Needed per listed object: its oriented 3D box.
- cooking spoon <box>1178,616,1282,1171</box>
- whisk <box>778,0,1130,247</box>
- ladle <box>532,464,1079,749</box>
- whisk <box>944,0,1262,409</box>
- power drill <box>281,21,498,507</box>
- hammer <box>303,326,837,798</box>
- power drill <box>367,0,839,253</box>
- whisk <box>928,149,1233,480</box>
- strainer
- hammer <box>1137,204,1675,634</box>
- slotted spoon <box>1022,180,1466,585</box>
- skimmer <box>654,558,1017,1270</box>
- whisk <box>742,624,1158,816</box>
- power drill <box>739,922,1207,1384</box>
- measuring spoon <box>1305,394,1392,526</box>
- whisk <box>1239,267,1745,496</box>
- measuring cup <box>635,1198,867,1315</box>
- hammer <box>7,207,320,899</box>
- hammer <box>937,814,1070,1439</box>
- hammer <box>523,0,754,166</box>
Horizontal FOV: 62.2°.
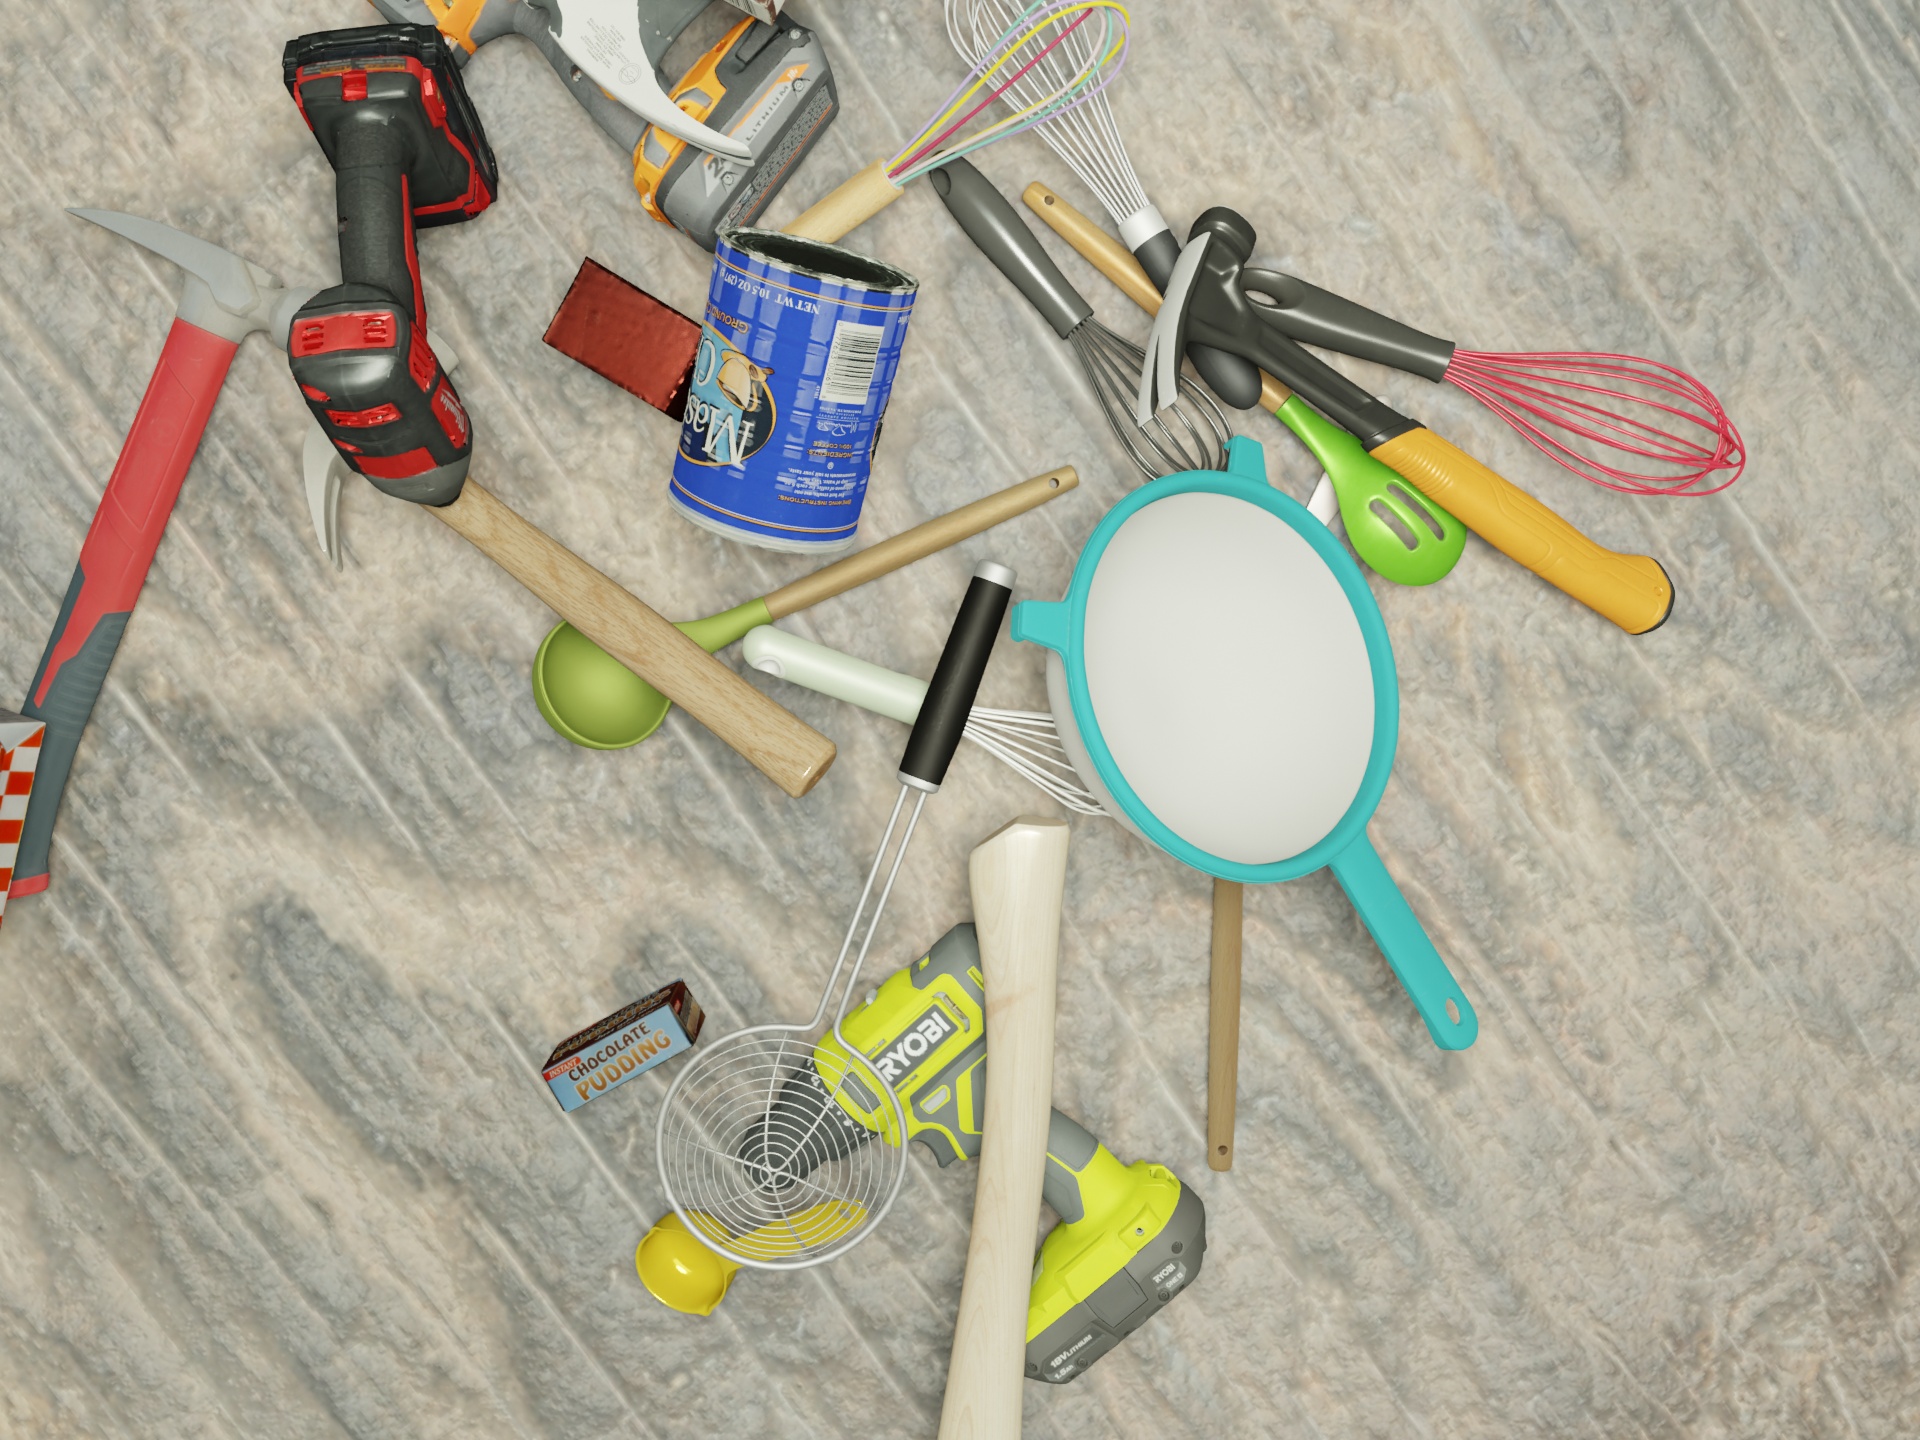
[{"bbox_3d":[0.153,0.101,0.907,0.068,0.017,0.319,1,95,-1],"label":"cooking spoon"},{"bbox_3d":[-0.021,-0.293,0.813,0.245,0.047,0.051,-27,100,27],"label":"whisk"},{"bbox_3d":[-0.081,-0.072,0.870,0.320,0.062,0.078,-24,96,-1],"label":"ladle"},{"bbox_3d":[0.079,-0.286,0.835,0.070,0.070,0.284,-32,91,2],"label":"whisk"},{"bbox_3d":[-0.278,-0.217,0.786,0.078,0.143,0.220,-7,68,-2],"label":"power drill"},{"bbox_3d":[-0.205,-0.068,0.831,0.331,0.031,0.130,37,76,7],"label":"hammer"},{"bbox_3d":[-0.175,-0.371,0.828,0.226,0.084,0.164,38,93,0],"label":"power drill"},{"bbox_3d":[0.064,-0.217,0.862,0.055,0.055,0.239,-41,91,3],"label":"whisk"},{"bbox_3d":[0.155,0.036,0.839,0.211,0.095,0.340,-39,101,-31],"label":"strainer"},{"bbox_3d":[0.243,-0.130,0.831,0.336,0.034,0.127,28,64,-17],"label":"hammer"},{"bbox_3d":[0.155,-0.188,0.868,0.314,0.031,0.070,41,81,0],"label":"slotted spoon"},{"bbox_3d":[-0.043,0.089,0.799,0.127,0.090,0.363,21,90,1],"label":"skimmer"},{"bbox_3d":[-0.001,-0.003,0.867,0.246,0.057,0.059,20,58,-12],"label":"whisk"},{"bbox_3d":[0.007,0.252,0.893,0.190,0.080,0.228,-42,93,8],"label":"power drill"},{"bbox_3d":[0.208,-0.127,0.886,0.034,0.018,0.124,29,94,-3],"label":"measuring spoon"},{"bbox_3d":[0.282,-0.188,0.864,0.296,0.073,0.073,20,95,3],"label":"whisk"},{"bbox_3d":[-0.113,0.289,0.893,0.156,0.029,0.062,-25,100,22],"label":"measuring cup"},{"bbox_3d":[-0.482,-0.081,0.871,0.143,0.038,0.386,24,95,-2],"label":"hammer"},{"bbox_3d":[0.033,0.255,0.834,0.146,0.038,0.410,5,97,5],"label":"hammer"},{"bbox_3d":[-0.024,-0.441,0.760,0.409,0.036,0.149,-42,96,2],"label":"hammer"}]
